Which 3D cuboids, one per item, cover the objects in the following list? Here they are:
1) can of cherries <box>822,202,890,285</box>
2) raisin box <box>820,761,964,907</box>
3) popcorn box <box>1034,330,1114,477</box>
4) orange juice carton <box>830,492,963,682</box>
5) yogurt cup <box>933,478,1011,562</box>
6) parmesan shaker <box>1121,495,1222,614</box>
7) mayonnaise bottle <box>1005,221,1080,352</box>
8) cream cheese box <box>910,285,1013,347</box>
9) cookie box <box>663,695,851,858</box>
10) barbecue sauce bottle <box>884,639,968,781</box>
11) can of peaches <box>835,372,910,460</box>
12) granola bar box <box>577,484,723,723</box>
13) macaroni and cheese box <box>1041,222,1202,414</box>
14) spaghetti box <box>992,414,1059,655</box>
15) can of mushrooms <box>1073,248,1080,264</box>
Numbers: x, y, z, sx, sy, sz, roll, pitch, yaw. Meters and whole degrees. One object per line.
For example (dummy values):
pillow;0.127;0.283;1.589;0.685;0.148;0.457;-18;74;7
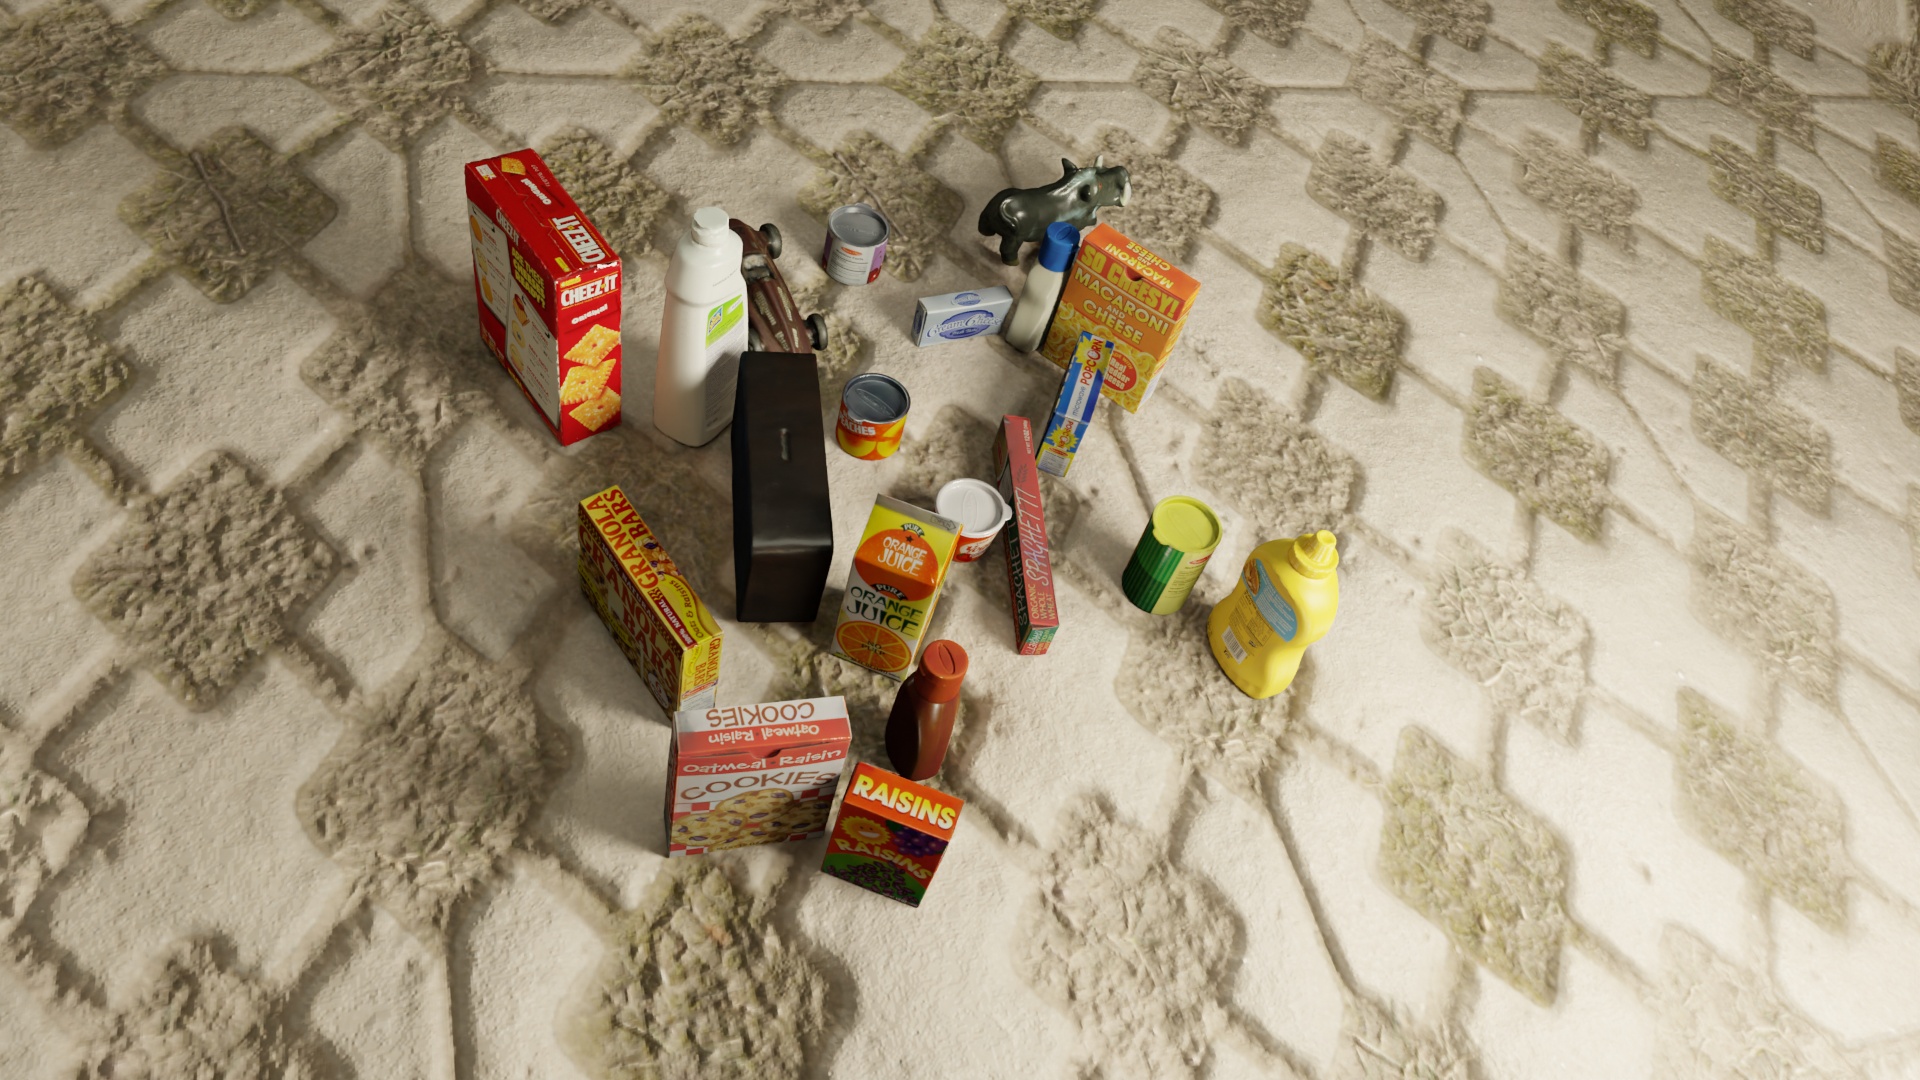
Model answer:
can of cherries;-0.112;-0.319;1.497;0.071;0.058;0.072;7;52;-9
raisin box;-0.053;0.224;1.053;0.086;0.122;0.040;21;51;2
popcorn box;0.114;-0.137;1.400;0.038;0.084;0.127;20;51;1
orange juice carton;-0.052;0.031;1.158;0.072;0.191;0.073;21;51;2
yogurt cup;0.005;-0.016;1.298;0.072;0.053;0.073;7;52;-9
parmesan shaker;0.192;0.016;1.291;0.071;0.102;0.071;7;52;-9
mayonnaise bottle;0.089;-0.266;1.452;0.041;0.147;0.065;33;52;11
cream cheese box;0.001;-0.237;1.467;0.104;0.053;0.024;-13;58;-23
cookie box;-0.154;0.178;1.034;0.123;0.166;0.040;-4;55;-18
barbecue sauce bottle;-0.027;0.133;1.114;0.044;0.147;0.065;-9;56;-21
can of peaches;-0.087;-0.119;1.349;0.071;0.057;0.071;7;52;-9
granola bar box;-0.255;0.055;1.129;0.039;0.123;0.166;-26;64;-30
macaroni and cheese box;0.162;-0.225;1.428;0.124;0.165;0.040;35;53;12
spaghetti box;0.059;-0.009;1.309;0.029;0.049;0.251;3;53;-12
can of mushrooms;0.127;-0.294;1.557;0.071;0.033;0.071;7;52;-9
